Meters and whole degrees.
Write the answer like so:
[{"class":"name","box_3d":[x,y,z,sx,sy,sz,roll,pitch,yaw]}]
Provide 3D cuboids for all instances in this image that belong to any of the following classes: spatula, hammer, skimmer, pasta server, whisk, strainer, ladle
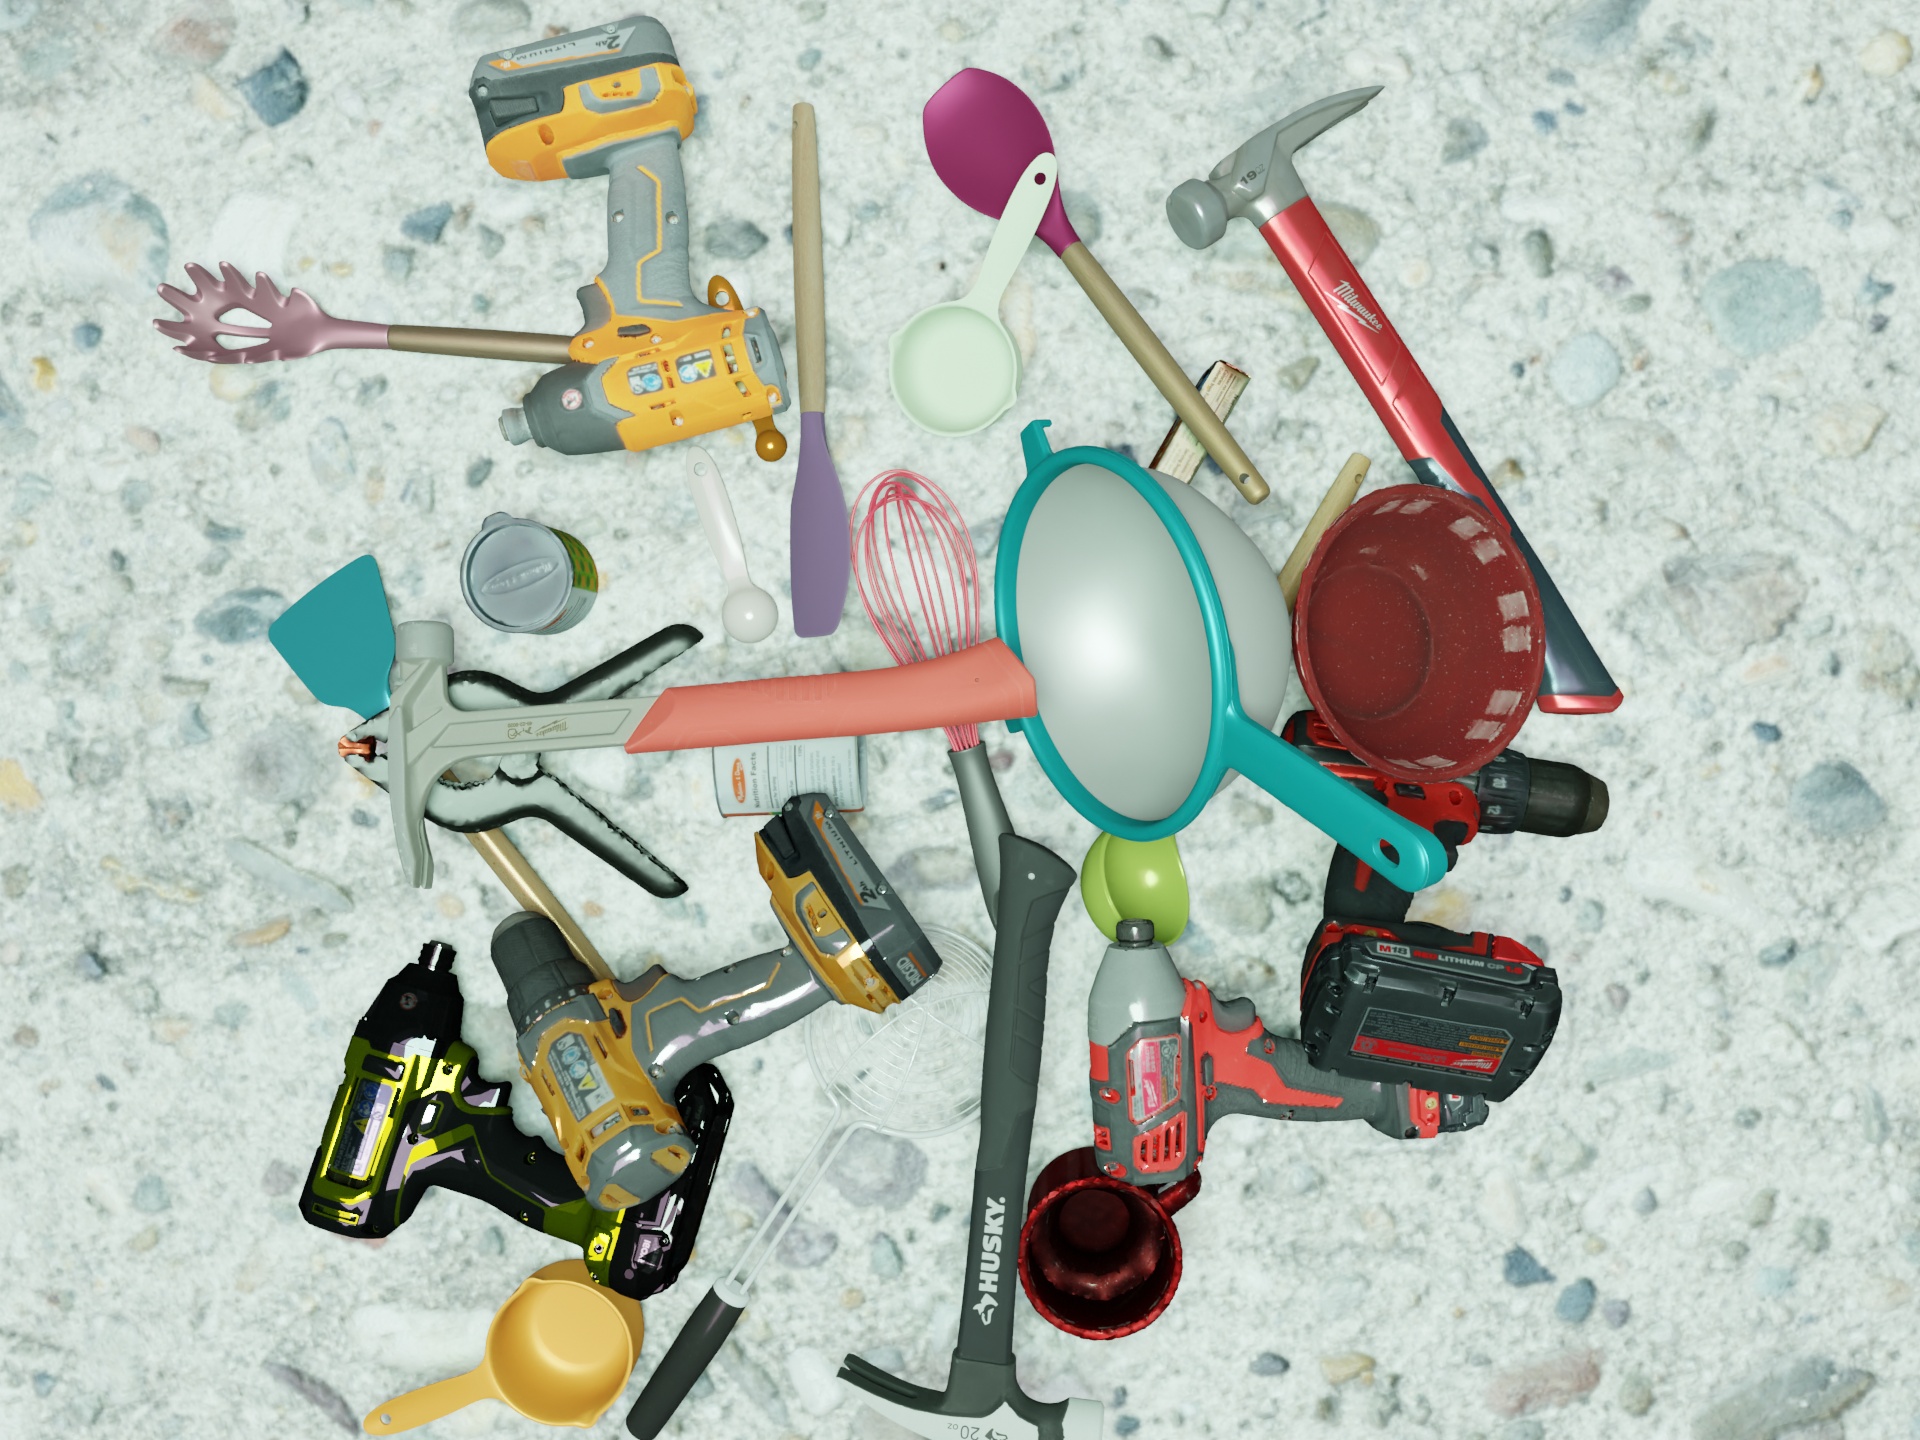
[{"class":"spatula","box_3d":[-0.299,0.047,0.963,0.082,0.044,0.317,-37,95,3]},{"class":"hammer","box_3d":[-0.137,0.006,0.882,0.359,0.036,0.149,-4,83,2]},{"class":"skimmer","box_3d":[-0.097,0.286,0.959,0.127,0.090,0.363,34,103,6]},{"class":"hammer","box_3d":[0.019,0.229,0.871,0.146,0.035,0.335,5,89,7]},{"class":"pasta server","box_3d":[-0.314,-0.228,0.946,0.316,0.040,0.060,5,84,1]},{"class":"whisk","box_3d":[-0.001,-0.003,0.933,0.073,0.073,0.296,-16,98,3]},{"class":"strainer","box_3d":[0.142,-0.019,0.810,0.095,0.341,0.210,-14,124,-28]},{"class":"ladle","box_3d":[0.164,-0.013,0.926,0.078,0.062,0.320,30,89,-34]},{"class":"spatula","box_3d":[-0.087,-0.207,0.940,0.018,0.060,0.316,-1,88,-42]},{"class":"hammer","box_3d":[0.280,-0.175,0.919,0.143,0.038,0.386,-34,93,-10]}]

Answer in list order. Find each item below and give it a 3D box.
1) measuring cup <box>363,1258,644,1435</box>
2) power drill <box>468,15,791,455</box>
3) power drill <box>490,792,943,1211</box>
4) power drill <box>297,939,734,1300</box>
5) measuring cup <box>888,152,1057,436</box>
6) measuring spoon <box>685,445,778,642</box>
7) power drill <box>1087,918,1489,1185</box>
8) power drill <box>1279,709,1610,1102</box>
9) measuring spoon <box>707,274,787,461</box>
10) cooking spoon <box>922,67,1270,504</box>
[{"class":"measuring cup","box_3d":[-0.273,0.386,0.959,0.173,0.052,0.095,-23,91,5]},{"class":"power drill","box_3d":[-0.204,-0.265,0.906,0.164,0.084,0.226,-17,89,-5]},{"class":"power drill","box_3d":[-0.148,0.135,0.890,0.226,0.084,0.186,-35,57,-6]},{"class":"power drill","box_3d":[-0.256,0.236,0.937,0.223,0.080,0.171,15,80,5]},{"class":"measuring cup","box_3d":[0.018,-0.244,0.916,0.083,0.038,0.167,28,105,7]},{"class":"measuring spoon","box_3d":[-0.142,-0.106,0.952,0.034,0.018,0.124,-19,90,3]},{"class":"power drill","box_3d":[0.178,0.175,0.894,0.219,0.078,0.143,-4,92,-12]},{"class":"power drill","box_3d":[0.266,0.087,0.857,0.188,0.227,0.080,9,132,2]},{"class":"measuring spoon","box_3d":[-0.129,-0.211,0.951,0.021,0.011,0.117,-18,91,3]},{"class":"cooking spoon","box_3d":[0.077,-0.249,0.906,0.068,0.017,0.319,-38,76,15]}]
